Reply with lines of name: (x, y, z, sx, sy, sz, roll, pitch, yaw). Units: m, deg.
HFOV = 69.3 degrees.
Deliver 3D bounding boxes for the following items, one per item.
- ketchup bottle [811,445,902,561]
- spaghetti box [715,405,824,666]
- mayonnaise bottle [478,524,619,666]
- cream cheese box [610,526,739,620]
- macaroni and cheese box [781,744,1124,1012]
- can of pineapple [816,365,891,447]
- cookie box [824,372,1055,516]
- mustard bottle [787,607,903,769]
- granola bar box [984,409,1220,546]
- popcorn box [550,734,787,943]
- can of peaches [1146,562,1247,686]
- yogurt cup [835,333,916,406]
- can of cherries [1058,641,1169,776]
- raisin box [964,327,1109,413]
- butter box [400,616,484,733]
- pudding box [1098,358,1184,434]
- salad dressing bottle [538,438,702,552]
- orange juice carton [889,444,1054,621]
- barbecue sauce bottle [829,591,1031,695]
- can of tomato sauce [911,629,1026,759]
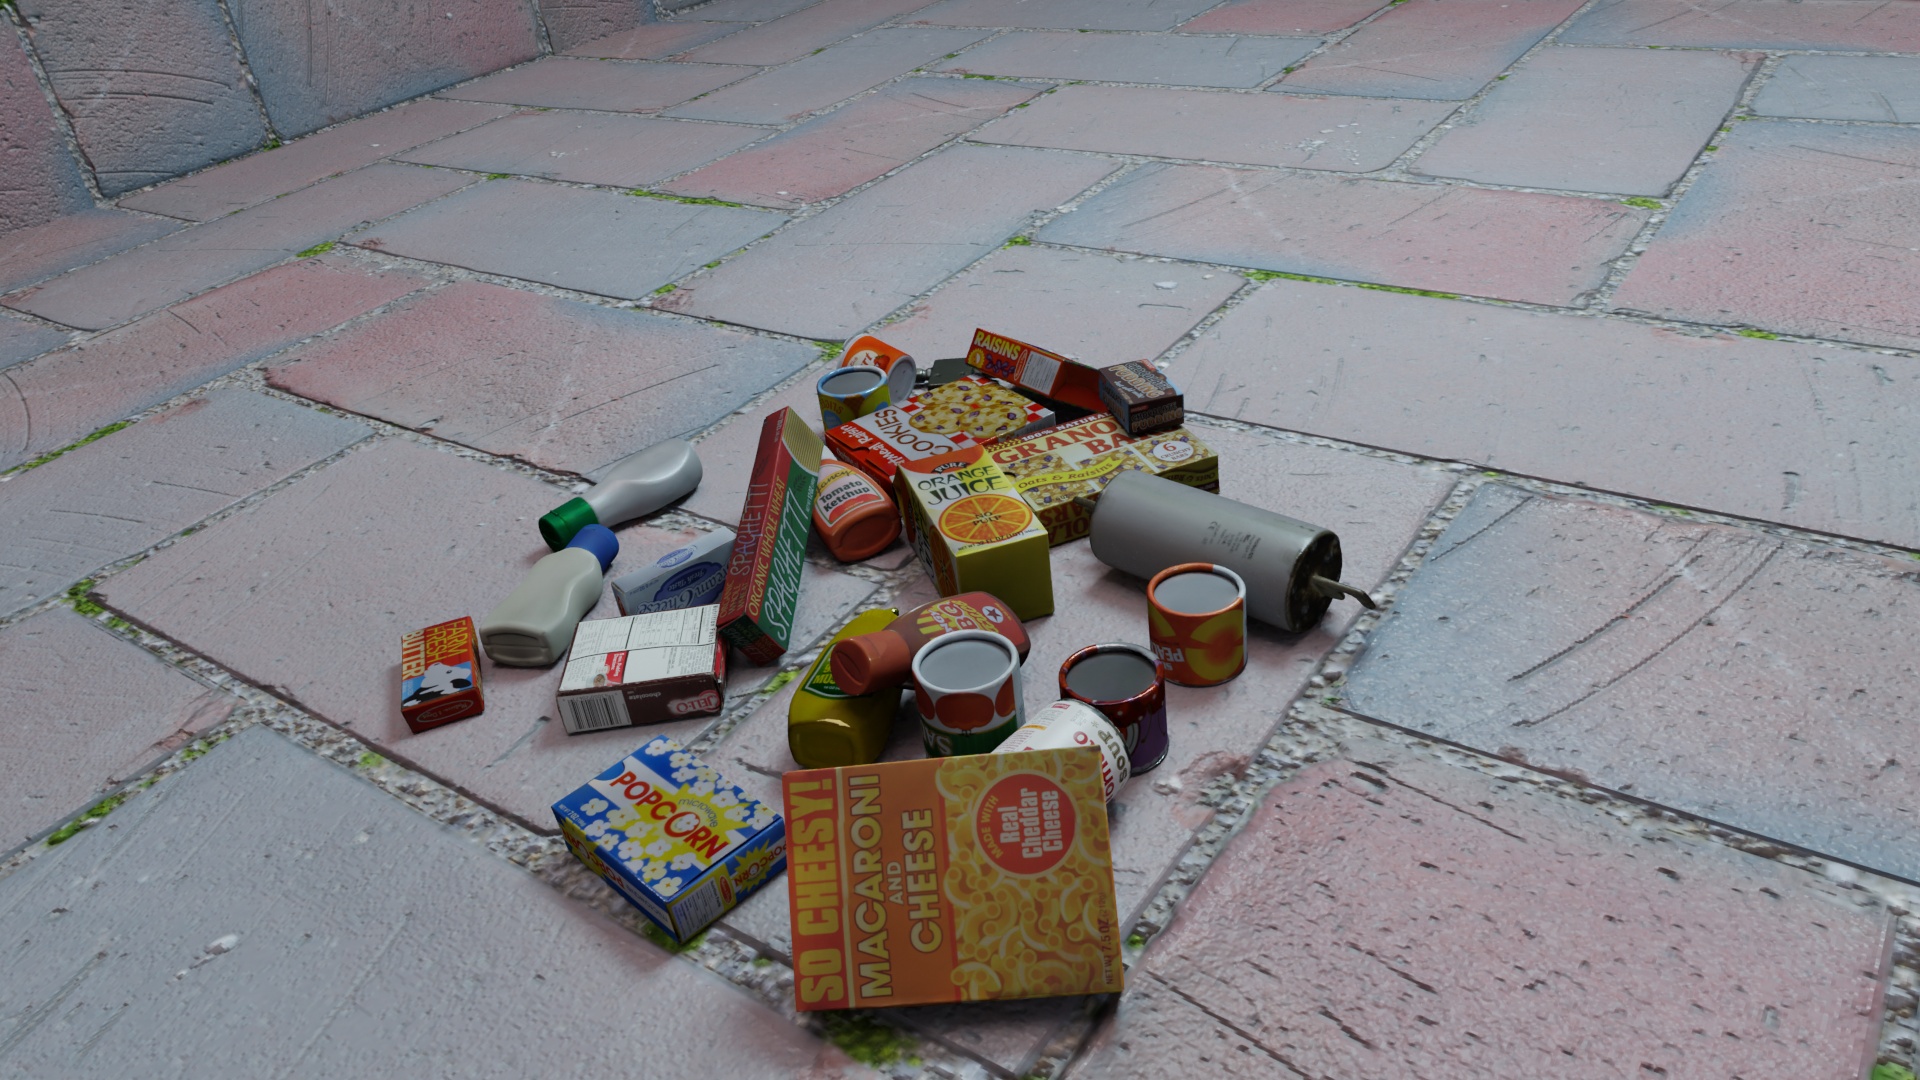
ketchup bottle: (-0.102, -0.037, 1.155, 0.065, 0.043, 0.149, -26, 34, -10)
spaghetti box: (-0.144, -0.010, 1.074, 0.028, 0.050, 0.251, -27, 35, 24)
mayonnaise bottle: (-0.312, 0.040, 1.082, 0.065, 0.041, 0.149, 2, 32, 13)
cream cheese box: (-0.210, 0.035, 1.054, 0.104, 0.053, 0.024, -29, 39, -31)
macaroni and cheese box: (-0.004, 0.175, 0.723, 0.166, 0.124, 0.040, -5, -11, 5)
can of pineapple: (-0.097, -0.121, 1.278, 0.071, 0.057, 0.071, -6, 32, 4)
cookie box: (-0.018, -0.089, 1.225, 0.168, 0.040, 0.123, -24, 35, -24)
mustard bottle: (-0.068, 0.089, 0.938, 0.065, 0.048, 0.161, 4, 33, 12)
granola bar box: (0.111, -0.058, 1.147, 0.166, 0.039, 0.124, -17, 32, -16)
popcorn box: (-0.173, 0.175, 0.832, 0.127, 0.038, 0.085, 23, 44, 40)
can of peaches: (0.157, 0.056, 0.932, 0.071, 0.057, 0.071, -5, 31, 3)
yogurt cup: (-0.079, -0.159, 1.332, 0.054, 0.072, 0.073, 21, 41, 27)
can of cherries: (0.095, 0.106, 0.865, 0.071, 0.058, 0.072, -6, 31, 3)
raisin box: (0.076, -0.156, 1.280, 0.086, 0.040, 0.123, 9, 15, -43)
butter box: (-0.381, 0.096, 1.020, 0.053, 0.024, 0.104, -16, 32, -13)
pudding box: (0.152, -0.123, 1.176, 0.050, 0.030, 0.084, -12, 31, -8)
salad dressing bottle: (-0.294, -0.038, 1.203, 0.064, 0.043, 0.148, 23, 44, 37)
orange juice carton: (0.004, -0.013, 1.064, 0.072, 0.072, 0.193, -14, 33, -12)
barbecue sauce bottle: (-0.021, 0.071, 0.907, 0.149, 0.043, 0.065, -9, 48, -49)
can of tomato sauce: (0.005, 0.107, 0.859, 0.071, 0.082, 0.071, -5, 31, 3)
